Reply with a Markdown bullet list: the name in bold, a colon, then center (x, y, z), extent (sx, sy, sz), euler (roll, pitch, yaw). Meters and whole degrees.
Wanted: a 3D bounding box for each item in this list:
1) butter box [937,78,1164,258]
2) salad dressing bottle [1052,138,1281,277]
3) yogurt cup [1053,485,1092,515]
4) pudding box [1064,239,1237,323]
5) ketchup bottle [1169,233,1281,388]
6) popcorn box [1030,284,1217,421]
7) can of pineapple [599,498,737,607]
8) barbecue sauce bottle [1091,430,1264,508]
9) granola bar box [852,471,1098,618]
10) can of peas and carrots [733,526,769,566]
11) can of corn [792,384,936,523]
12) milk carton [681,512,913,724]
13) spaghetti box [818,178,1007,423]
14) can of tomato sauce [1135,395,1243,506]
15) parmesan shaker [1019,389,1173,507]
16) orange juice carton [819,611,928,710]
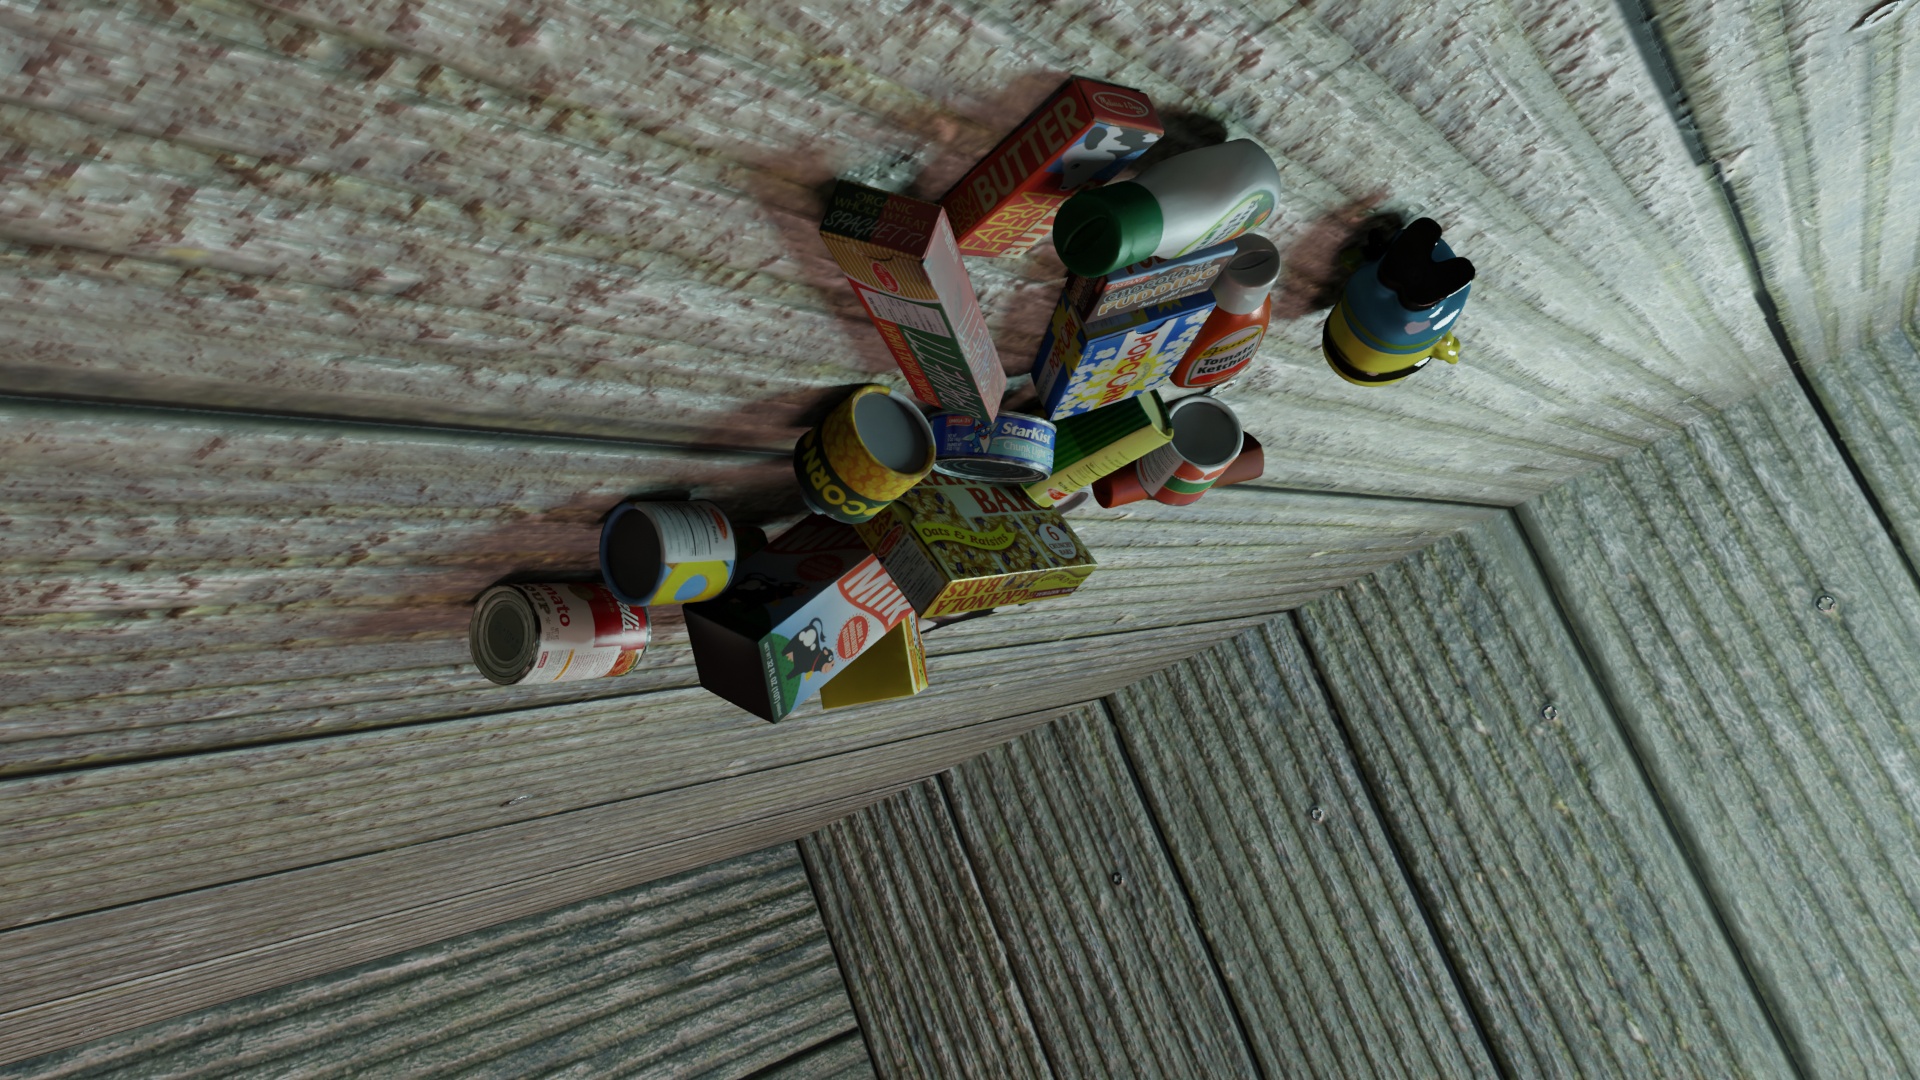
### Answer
- **butter box**: center (0.037, -0.166, 0.631), extent (0.053, 0.024, 0.103), euler (-8, 161, -47)
- **salad dressing bottle**: center (0.098, -0.155, 0.652), extent (0.148, 0.044, 0.064), euler (-28, 176, -46)
- **yogurt cup**: center (0.060, -0.047, 1.061), extent (0.072, 0.054, 0.072), euler (-21, 166, -5)
- **pudding box**: center (0.106, -0.153, 0.773), extent (0.084, 0.030, 0.049), euler (-18, 165, -18)
- **ketchup bottle**: center (0.167, -0.144, 0.876), extent (0.065, 0.043, 0.148), euler (-20, 166, -6)
- **popcorn box**: center (0.097, -0.123, 0.860), extent (0.085, 0.038, 0.126), euler (-18, 166, -12)
- **can of pineapple**: center (-0.184, 0.008, 0.869), extent (0.070, 0.071, 0.058), euler (-32, 162, 35)
- **barbecue sauce bottle**: center (0.186, -0.061, 1.204), extent (0.149, 0.043, 0.065), euler (-14, -158, -22)
- **granola bar box**: center (0.003, -0.012, 0.952), extent (0.166, 0.124, 0.039), euler (-5, 140, -50)
- **can of peas and carrots**: center (-0.161, 0.029, 1.001), extent (0.071, 0.059, 0.071), euler (-21, 167, -5)
- **can of corn**: center (-0.058, -0.051, 0.832), extent (0.071, 0.071, 0.058), euler (-7, 159, -46)
- **milk carton**: center (-0.092, 0.034, 0.954), extent (0.191, 0.073, 0.072), euler (-38, 136, -39)
- **spaghetti box**: center (-0.016, -0.111, 0.700), extent (0.050, 0.029, 0.249), euler (19, 172, 12)
- **can of tomato sauce**: center (0.188, -0.073, 1.133), extent (0.071, 0.071, 0.082), euler (-18, 165, -15)
- **parmesan shaker**: center (0.090, -0.075, 0.973), extent (0.103, 0.071, 0.071), euler (-28, 165, 22)
- **orange juice carton**: center (-0.069, 0.090, 1.113), extent (0.072, 0.073, 0.192), euler (-10, 176, 1)
